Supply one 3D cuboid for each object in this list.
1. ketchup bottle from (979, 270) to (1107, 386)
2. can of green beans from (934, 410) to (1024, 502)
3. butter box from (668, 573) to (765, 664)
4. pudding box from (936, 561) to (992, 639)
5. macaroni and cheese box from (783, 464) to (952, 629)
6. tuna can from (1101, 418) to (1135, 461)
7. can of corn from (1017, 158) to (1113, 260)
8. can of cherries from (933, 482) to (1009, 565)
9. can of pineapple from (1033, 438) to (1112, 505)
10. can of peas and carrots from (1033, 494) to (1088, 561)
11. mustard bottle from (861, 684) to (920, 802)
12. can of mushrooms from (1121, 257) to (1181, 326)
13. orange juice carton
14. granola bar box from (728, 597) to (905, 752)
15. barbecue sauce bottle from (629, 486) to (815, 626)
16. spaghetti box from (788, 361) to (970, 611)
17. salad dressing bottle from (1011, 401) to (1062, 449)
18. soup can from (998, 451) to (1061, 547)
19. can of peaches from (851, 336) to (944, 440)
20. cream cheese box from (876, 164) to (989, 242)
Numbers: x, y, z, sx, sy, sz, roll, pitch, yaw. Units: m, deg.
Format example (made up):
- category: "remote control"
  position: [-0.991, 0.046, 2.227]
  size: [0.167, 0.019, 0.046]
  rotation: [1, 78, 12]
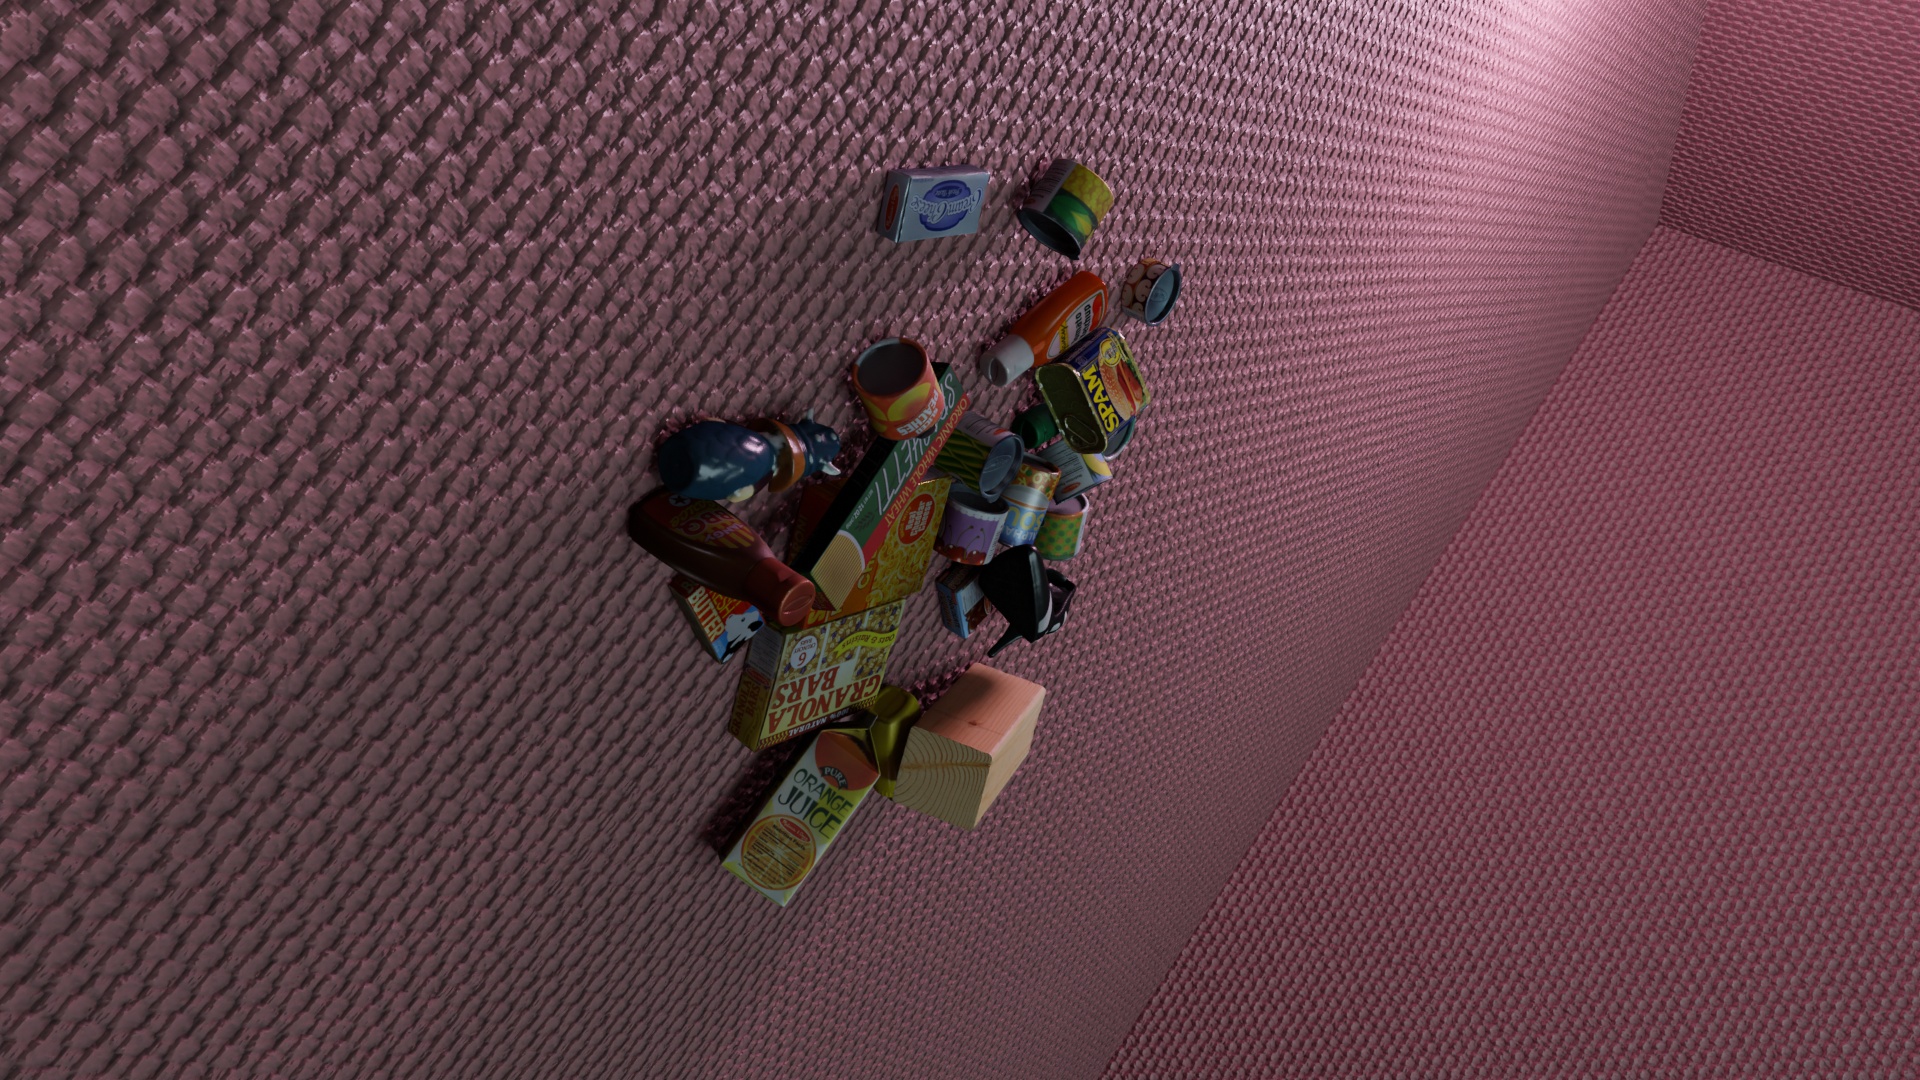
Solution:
- category: "ketchup bottle"
  position: [0.078, -0.196, 1.312]
  size: [0.149, 0.043, 0.064]
  rotation: [-39, 152, -32]
- category: "can of green beans"
  position: [0.017, -0.081, 1.305]
  size: [0.071, 0.058, 0.071]
  rotation: [-39, 145, -34]
- category: "butter box"
  position: [-0.196, 0.052, 1.125]
  size: [0.053, 0.024, 0.103]
  rotation: [-46, 148, -22]
- category: "pudding box"
  position: [0.005, 0.058, 1.443]
  size: [0.050, 0.030, 0.083]
  rotation: [-46, 149, -26]
- category: "macaroni and cheese box"
  position: [-0.085, 0.002, 1.237]
  size: [0.167, 0.040, 0.123]
  rotation: [-16, 128, -52]
- category: "tuna can"
  position: [0.161, -0.124, 1.520]
  size: [0.071, 0.033, 0.070]
  rotation: [-39, 146, -33]
- category: "can of corn"
  position: [0.095, -0.292, 1.224]
  size: [0.058, 0.071, 0.071]
  rotation: [-56, 151, -8]
- category: "can of cherries"
  position: [0.005, -0.017, 1.342]
  size: [0.072, 0.071, 0.058]
  rotation: [-13, 128, -53]
- category: "can of pineapple"
  position: [0.117, -0.076, 1.441]
  size: [0.071, 0.058, 0.071]
  rotation: [-26, 178, -1]
- category: "can of peas and carrots"
  position: [0.098, -0.020, 1.485]
  size: [0.071, 0.071, 0.058]
  rotation: [-29, 138, -44]
- category: "mustard bottle"
  position: [-0.074, 0.223, 1.450]
  size: [0.065, 0.049, 0.159]
  rotation: [-44, 149, -41]
- category: "can of mushrooms"
  position: [0.201, -0.263, 1.456]
  size: [0.071, 0.033, 0.070]
  rotation: [-38, 144, -34]
- category: "orange juice carton"
  position: [-0.141, 0.241, 1.309]
  size: [0.193, 0.073, 0.071]
  rotation: [-53, -172, -11]
- category: "granola bar box"
  position: [-0.129, 0.114, 1.273]
  size: [0.166, 0.039, 0.123]
  rotation: [-15, 129, -52]
- category: "barbecue sauce bottle"
  position: [-0.169, 0.011, 1.001]
  size: [0.065, 0.149, 0.043]
  rotation: [-27, 138, -44]
- category: "spaghetti box"
  position: [-0.064, -0.051, 1.167]
  size: [0.251, 0.028, 0.050]
  rotation: [-59, 137, -31]
- category: "salad dressing bottle"
  position: [0.113, -0.138, 1.423]
  size: [0.148, 0.044, 0.064]
  rotation: [-32, 141, -38]
- category: "soup can"
  position: [0.057, -0.042, 1.392]
  size: [0.071, 0.071, 0.083]
  rotation: [-4, 119, -57]
- category: "can of peaches"
  position: [-0.050, -0.124, 1.146]
  size: [0.071, 0.071, 0.057]
  rotation: [-49, 149, -18]
- category: "cream cheese box"
  position: [-0.020, -0.270, 1.107]
  size: [0.104, 0.024, 0.053]
  rotation: [-21, 134, -49]
